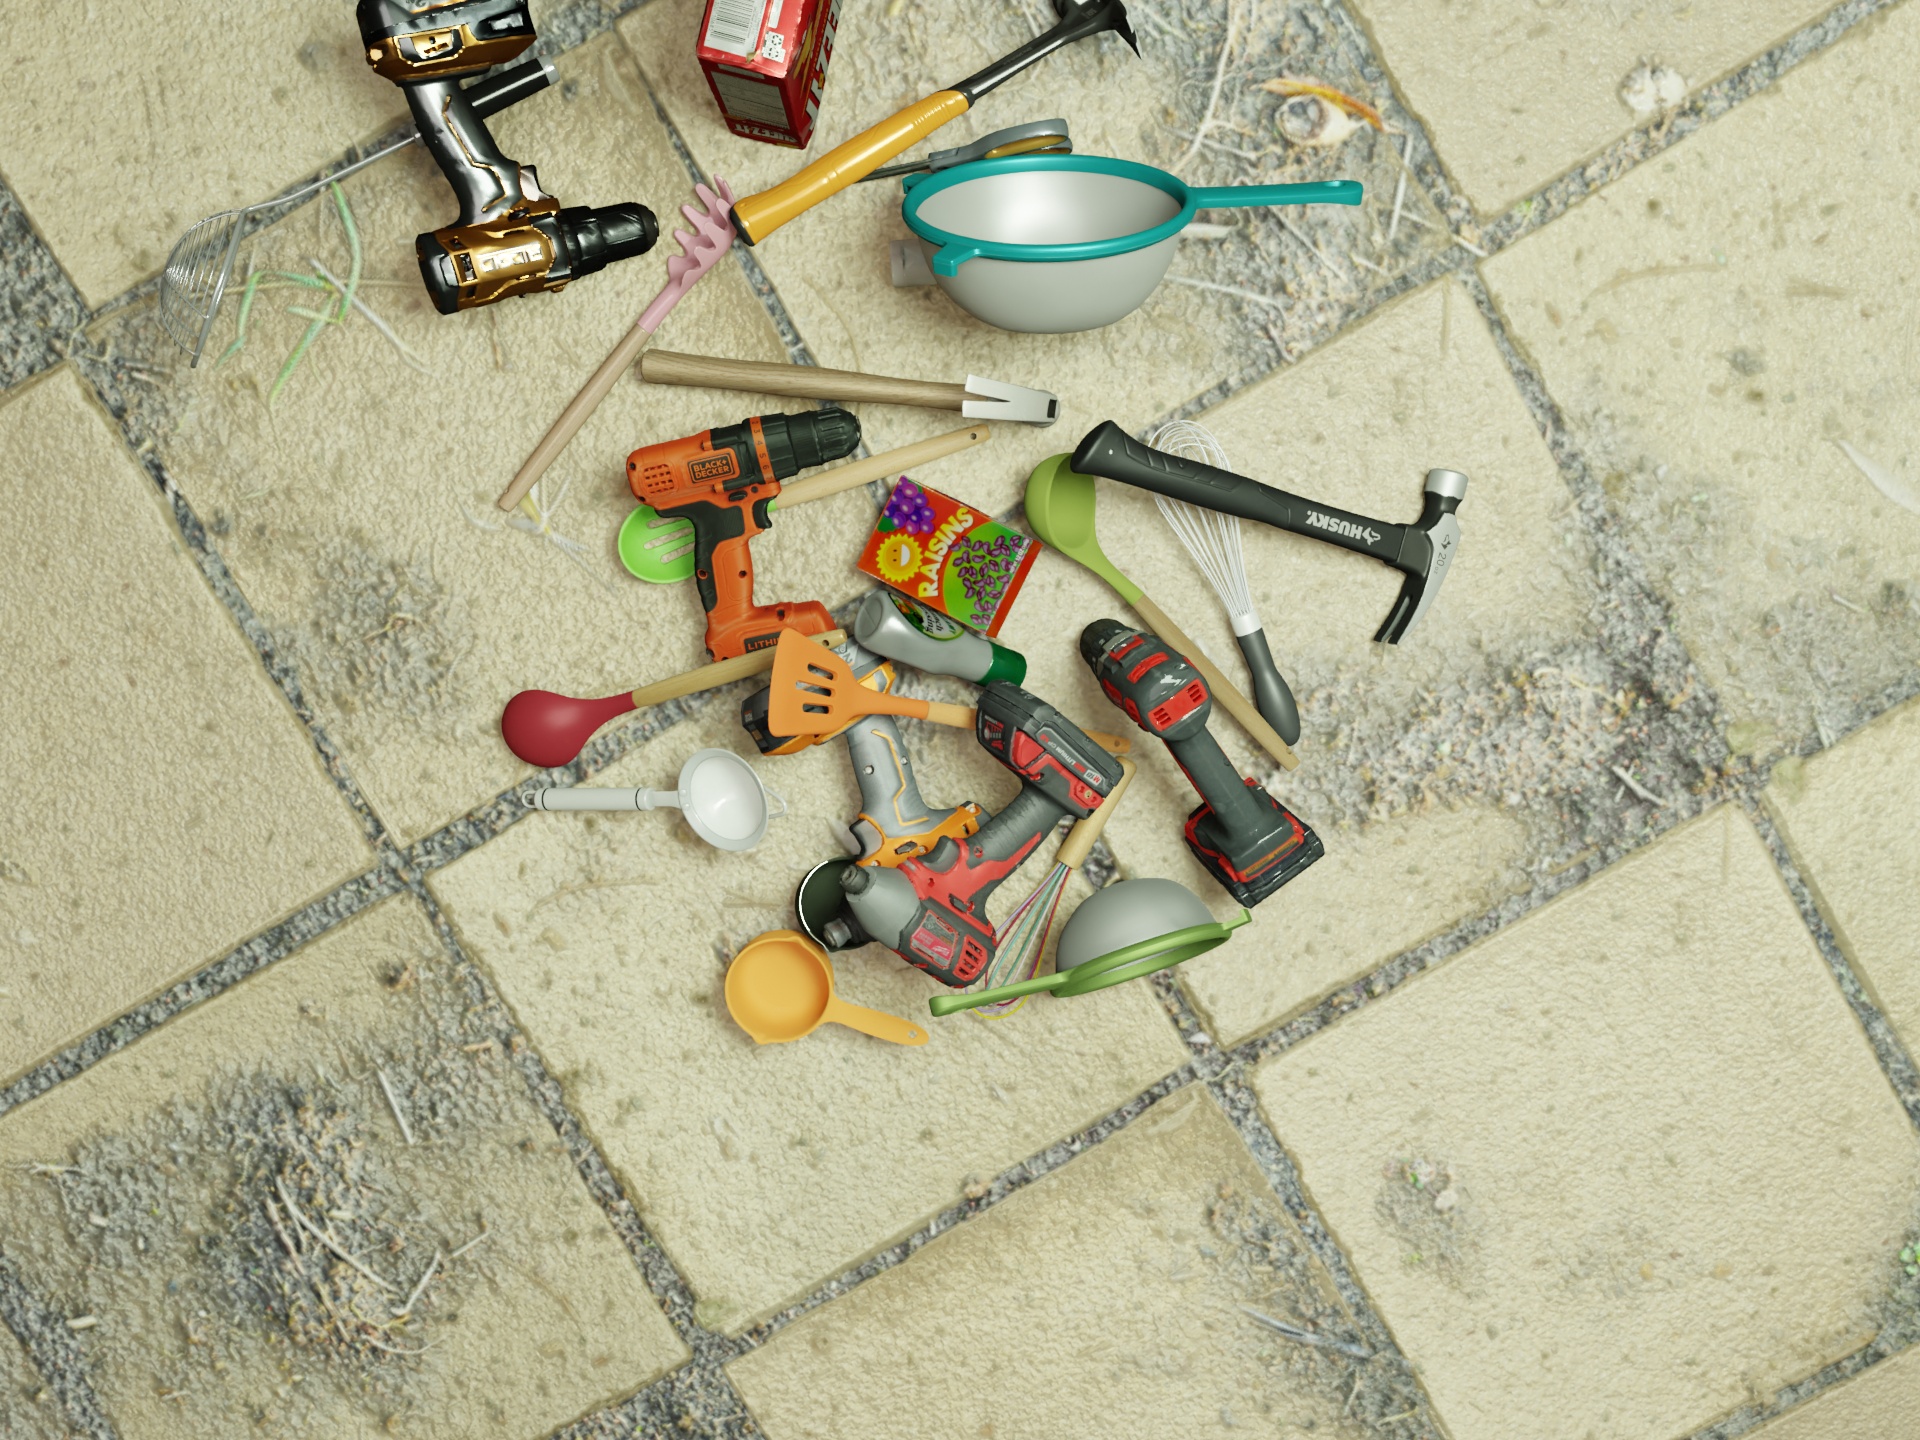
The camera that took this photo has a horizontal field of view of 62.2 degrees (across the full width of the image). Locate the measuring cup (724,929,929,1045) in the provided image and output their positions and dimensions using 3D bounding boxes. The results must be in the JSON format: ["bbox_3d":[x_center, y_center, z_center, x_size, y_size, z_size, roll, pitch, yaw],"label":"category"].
[{"bbox_3d":[-0.108,0.231,1.320,0.173,0.052,0.095,19,96,-4],"label":"measuring cup"}]

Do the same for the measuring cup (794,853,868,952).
[{"bbox_3d":[-0.059,0.166,1.321,0.167,0.038,0.083,20,76,-17],"label":"measuring cup"}]

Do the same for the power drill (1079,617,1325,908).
[{"bbox_3d":[0.177,0.020,1.254,0.080,0.188,0.226,-36,113,-1],"label":"power drill"}]

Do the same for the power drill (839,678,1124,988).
[{"bbox_3d":[0.011,0.086,1.211,0.143,0.079,0.219,38,86,-32],"label":"power drill"}]

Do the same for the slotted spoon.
[{"bbox_3d":[-0.125,-0.184,1.289,0.314,0.031,0.070,-18,103,0],"label":"slotted spoon"}]

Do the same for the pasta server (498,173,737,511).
[{"bbox_3d":[-0.276,-0.296,1.272,0.316,0.060,0.040,-50,130,7],"label":"pasta server"}]

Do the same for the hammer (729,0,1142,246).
[{"bbox_3d":[-0.025,-0.457,1.213,0.337,0.127,0.034,-30,132,3],"label":"hammer"}]

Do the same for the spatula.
[{"bbox_3d":[-0.002,-0.004,1.240,0.322,0.041,0.081,10,83,-25],"label":"spatula"}]

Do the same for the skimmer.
[{"bbox_3d":[-0.464,-0.401,1.246,0.363,0.127,0.090,-31,118,-8],"label":"skimmer"}]

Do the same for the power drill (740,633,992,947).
[{"bbox_3d":[-0.081,0.061,1.268,0.164,0.084,0.226,-33,96,-19],"label":"power drill"}]

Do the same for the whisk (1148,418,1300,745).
[{"bbox_3d":[0.218,-0.109,1.284,0.070,0.070,0.284,-22,101,2],"label":"whisk"}]

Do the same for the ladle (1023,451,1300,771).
[{"bbox_3d":[0.167,-0.083,1.273,0.320,0.078,0.062,47,138,-3],"label":"ladle"}]

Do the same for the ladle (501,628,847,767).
[{"bbox_3d":[-0.234,-0.023,1.264,0.315,0.031,0.069,-16,107,16],"label":"ladle"}]

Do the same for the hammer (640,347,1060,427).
[{"bbox_3d":[-0.090,-0.262,1.248,0.331,0.130,0.031,7,100,8],"label":"hammer"}]

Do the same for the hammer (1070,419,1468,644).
[{"bbox_3d":[0.239,-0.161,1.234,0.334,0.035,0.146,13,94,-20],"label":"hammer"}]

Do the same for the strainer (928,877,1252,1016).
[{"bbox_3d":[0.086,0.172,1.233,0.256,0.151,0.069,-9,72,-25],"label":"strainer"}]

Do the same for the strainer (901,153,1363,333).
[{"bbox_3d":[0.127,-0.344,1.172,0.340,0.211,0.095,-5,126,-7],"label":"strainer"}]

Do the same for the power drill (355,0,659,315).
[{"bbox_3d":[-0.340,-0.438,1.206,0.185,0.084,0.226,-20,111,-21],"label":"power drill"}]

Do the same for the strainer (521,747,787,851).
[{"bbox_3d":[-0.245,0.061,1.281,0.258,0.050,0.086,-1,107,21],"label":"strainer"}]

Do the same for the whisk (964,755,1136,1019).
[{"bbox_3d":[0.080,0.139,1.314,0.047,0.051,0.245,31,90,31],"label":"whisk"}]
